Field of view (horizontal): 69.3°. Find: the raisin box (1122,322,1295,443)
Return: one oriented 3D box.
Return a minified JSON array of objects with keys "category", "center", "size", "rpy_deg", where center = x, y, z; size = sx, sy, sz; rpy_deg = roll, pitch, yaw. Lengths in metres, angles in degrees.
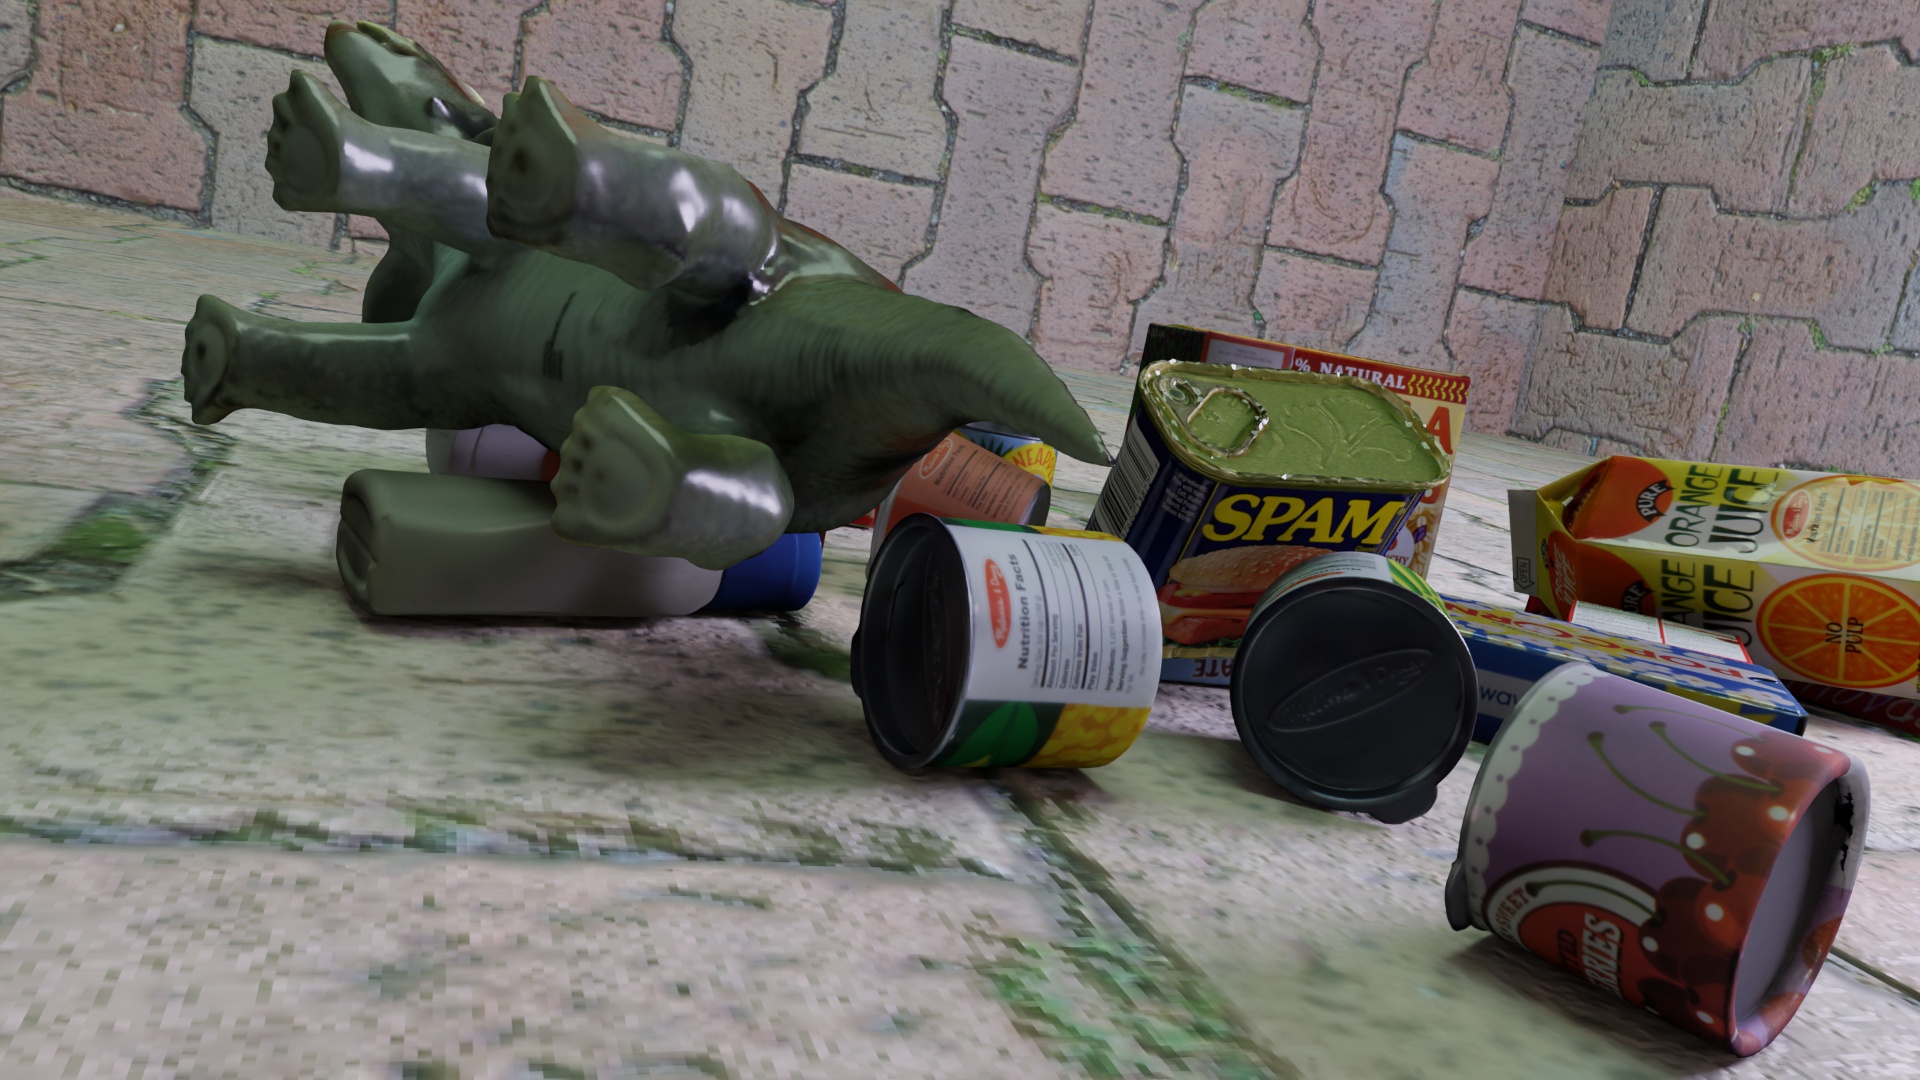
[{"category":"raisin box","center":[0.094,-0.026,0.579],"size":[0.040,0.123,0.086],"rpy_deg":[9,10,-10]}]

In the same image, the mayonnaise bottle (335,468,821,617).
[{"category":"mayonnaise bottle","center":[-0.118,0.004,0.450],"size":[0.148,0.041,0.065],"rpy_deg":[4,12,-35]}]

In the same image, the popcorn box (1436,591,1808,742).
[{"category":"popcorn box","center":[0.229,0.055,0.510],"size":[0.127,0.038,0.085],"rpy_deg":[14,10,21]}]

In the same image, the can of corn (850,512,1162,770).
[{"category":"can of corn","center":[0.011,0.028,0.373],"size":[0.058,0.071,0.071],"rpy_deg":[6,11,-28]}]

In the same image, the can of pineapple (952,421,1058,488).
[{"category":"can of pineapple","center":[0.016,-0.031,0.713],"size":[0.071,0.057,0.071],"rpy_deg":[10,10,-2]}]

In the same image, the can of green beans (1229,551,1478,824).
[{"category":"can of green beans","center":[0.114,0.039,0.408],"size":[0.071,0.071,0.058],"rpy_deg":[13,9,13]}]

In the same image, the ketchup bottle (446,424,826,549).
[{"category":"ketchup bottle","center":[-0.128,-0.021,0.561],"size":[0.149,0.043,0.065],"rpy_deg":[10,9,-2]}]

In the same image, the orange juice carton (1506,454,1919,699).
[{"category":"orange juice carton","center":[0.365,0.012,0.671],"size":[0.192,0.071,0.073],"rpy_deg":[8,44,36]}]

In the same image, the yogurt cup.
[{"category":"yogurt cup","center":[0.002,-0.007,0.561],"size":[0.054,0.072,0.072],"rpy_deg":[21,12,14]}]

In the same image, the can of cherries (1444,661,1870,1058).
[{"category":"can of cherries","center":[0.148,0.068,0.297],"size":[0.071,0.071,0.058],"rpy_deg":[1,14,-42]}]

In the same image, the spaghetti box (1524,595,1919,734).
[{"category":"spaghetti box","center":[0.412,0.059,0.691],"size":[0.050,0.028,0.250],"rpy_deg":[-1,15,-43]}]

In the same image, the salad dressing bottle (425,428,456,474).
[{"category":"salad dressing bottle","center":[-0.167,-0.042,0.643],"size":[0.148,0.044,0.064],"rpy_deg":[2,13,-43]}]

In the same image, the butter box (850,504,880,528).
[{"category":"butter box","center":[-0.053,-0.042,0.721],"size":[0.024,0.053,0.104],"rpy_deg":[7,10,-7]}]

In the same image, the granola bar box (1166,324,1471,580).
[{"category":"granola bar box","center":[0.181,-0.041,0.745],"size":[0.166,0.124,0.039],"rpy_deg":[7,9,-14]}]

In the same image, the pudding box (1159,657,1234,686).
[{"category":"pudding box","center":[0.100,0.034,0.520],"size":[0.084,0.030,0.050],"rpy_deg":[7,12,-17]}]
